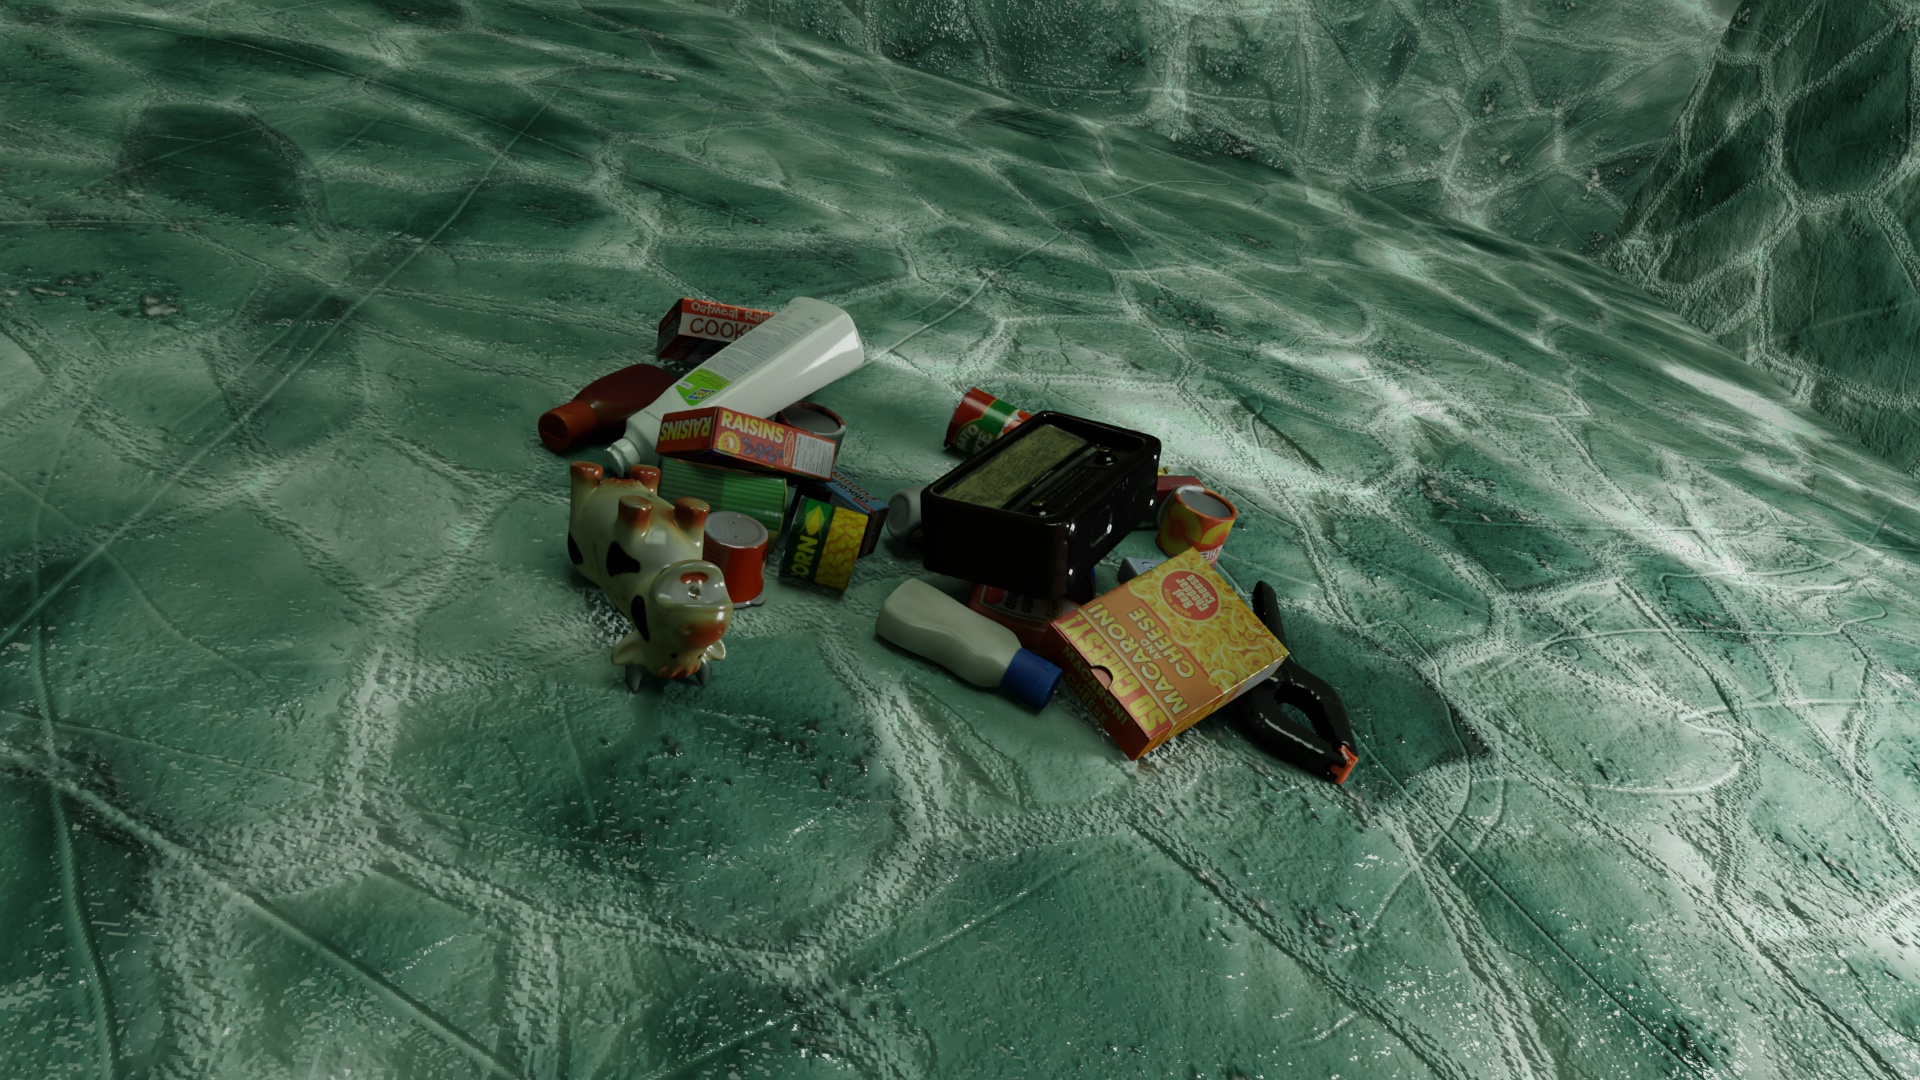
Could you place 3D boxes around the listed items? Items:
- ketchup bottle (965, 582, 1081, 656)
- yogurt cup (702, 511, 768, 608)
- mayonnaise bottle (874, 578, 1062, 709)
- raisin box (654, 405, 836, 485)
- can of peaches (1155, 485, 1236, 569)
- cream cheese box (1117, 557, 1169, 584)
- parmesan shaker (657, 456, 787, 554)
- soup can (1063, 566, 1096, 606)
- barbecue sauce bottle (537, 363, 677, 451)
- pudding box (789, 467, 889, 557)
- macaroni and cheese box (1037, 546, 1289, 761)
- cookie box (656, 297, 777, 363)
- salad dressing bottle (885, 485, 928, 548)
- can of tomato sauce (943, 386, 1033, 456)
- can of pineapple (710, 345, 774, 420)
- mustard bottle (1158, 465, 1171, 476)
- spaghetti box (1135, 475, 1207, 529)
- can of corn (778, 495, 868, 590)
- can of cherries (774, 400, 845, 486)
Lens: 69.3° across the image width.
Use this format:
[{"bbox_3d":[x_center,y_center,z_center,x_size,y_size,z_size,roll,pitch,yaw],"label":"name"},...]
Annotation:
[{"bbox_3d":[0.077,0.072,1.166,0.149,0.043,0.065,19,35,-1],"label":"ketchup bottle"},{"bbox_3d":[-0.184,0.013,1.098,0.072,0.053,0.073,14,29,-8],"label":"yogurt cup"},{"bbox_3d":[0.008,0.084,1.106,0.148,0.041,0.065,28,31,13],"label":"mayonnaise bottle"},{"bbox_3d":[-0.180,-0.077,1.171,0.123,0.040,0.086,15,-10,-42],"label":"raisin box"},{"bbox_3d":[0.239,-0.014,1.397,0.071,0.057,0.071,15,28,-8],"label":"can of peaches"},{"bbox_3d":[0.190,0.054,1.285,0.053,0.024,0.104,5,32,-25],"label":"cream cheese box"},{"bbox_3d":[-0.200,-0.030,1.144,0.103,0.071,0.071,10,30,-17],"label":"parmesan shaker"},{"bbox_3d":[0.088,0.028,1.229,0.071,0.071,0.084,18,28,-3],"label":"soup can"},{"bbox_3d":[-0.318,-0.120,1.257,0.065,0.043,0.149,27,30,15],"label":"barbecue sauce bottle"},{"bbox_3d":[-0.107,-0.028,1.220,0.084,0.049,0.030,34,30,26],"label":"pudding box"},{"bbox_3d":[0.165,0.088,1.125,0.167,0.040,0.124,-25,64,-33],"label":"macaroni and cheese box"},{"bbox_3d":[-0.213,-0.202,1.401,0.168,0.040,0.123,7,-6,-21],"label":"cookie box"},{"bbox_3d":[0.004,-0.016,1.260,0.148,0.064,0.044,7,49,-35],"label":"salad dressing bottle"},{"bbox_3d":[0.035,-0.110,1.433,0.083,0.070,0.071,27,29,13],"label":"can of tomato sauce"},{"bbox_3d":[-0.211,-0.151,1.350,0.058,0.070,0.071,8,30,-32],"label":"can of pineapple"},{"bbox_3d":[0.159,-0.073,1.460,0.160,0.048,0.065,1,34,-31],"label":"mustard bottle"},{"bbox_3d":[0.139,-0.037,1.385,0.251,0.050,0.029,-2,34,-34],"label":"spaghetti box"},{"bbox_3d":[-0.113,0.004,1.145,0.058,0.070,0.071,17,28,-5],"label":"can of corn"},{"bbox_3d":[-0.147,-0.091,1.295,0.071,0.058,0.072,15,29,-9],"label":"can of cherries"}]
